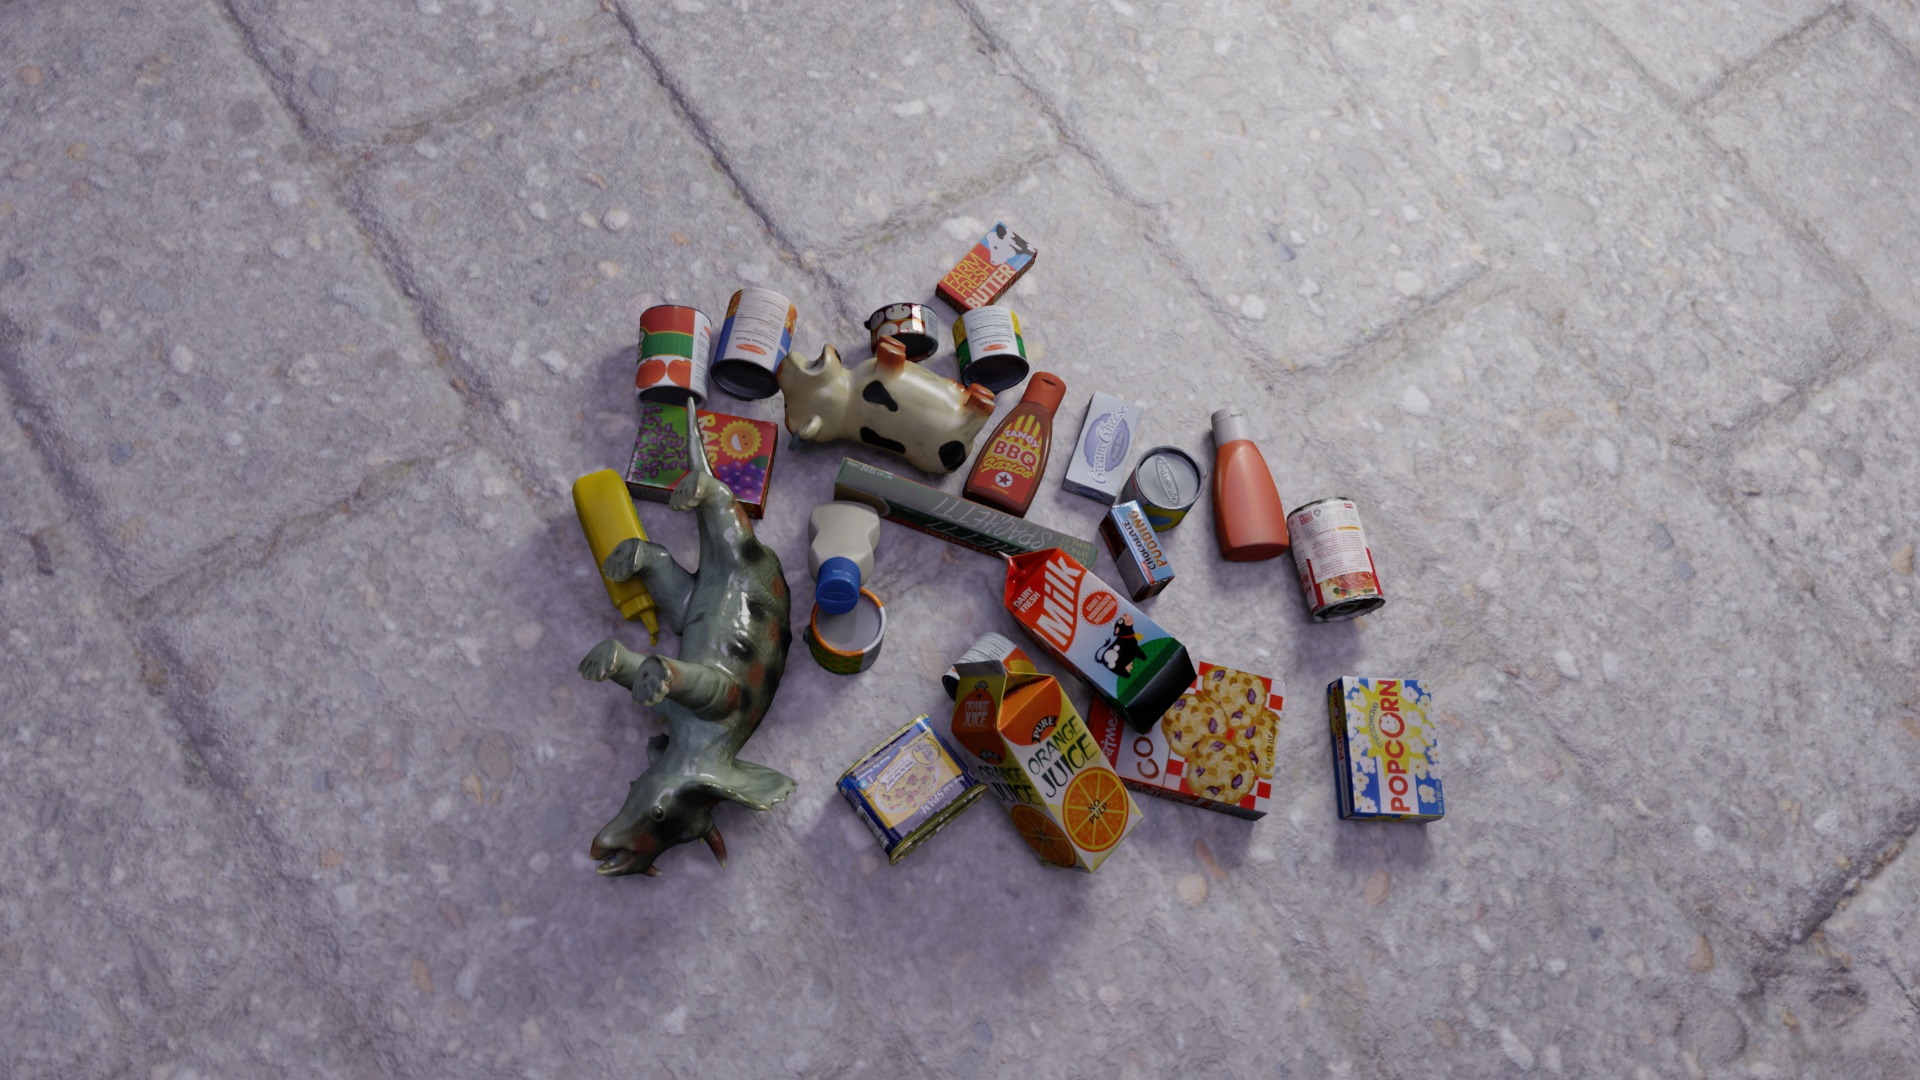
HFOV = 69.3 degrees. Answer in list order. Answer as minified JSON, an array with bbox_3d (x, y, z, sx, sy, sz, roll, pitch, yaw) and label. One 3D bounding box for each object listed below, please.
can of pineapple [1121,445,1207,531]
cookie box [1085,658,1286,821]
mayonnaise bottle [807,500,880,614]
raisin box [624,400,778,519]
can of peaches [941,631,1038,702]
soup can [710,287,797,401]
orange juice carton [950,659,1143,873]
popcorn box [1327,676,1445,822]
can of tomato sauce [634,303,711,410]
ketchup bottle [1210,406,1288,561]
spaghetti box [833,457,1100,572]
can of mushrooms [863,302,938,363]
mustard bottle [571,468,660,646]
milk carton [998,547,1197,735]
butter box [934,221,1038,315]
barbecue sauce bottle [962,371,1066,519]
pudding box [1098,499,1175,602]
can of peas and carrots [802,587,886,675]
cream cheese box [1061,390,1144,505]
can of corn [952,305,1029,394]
[{"bbox_3d":[0.191,-0.048,1.308,0.071,0.057,0.071,3,68,-7],"label":"can of pineapple"},{"bbox_3d":[0.196,0.167,1.231,0.167,0.040,0.123,14,67,-1],"label":"cookie box"},{"bbox_3d":[-0.104,0.013,1.207,0.065,0.041,0.149,3,27,-3],"label":"mayonnaise bottle"},{"bbox_3d":[-0.235,-0.073,1.270,0.123,0.040,0.086,9,67,-3],"label":"raisin box"},{"bbox_3d":[0.028,0.123,1.214,0.071,0.071,0.058,41,68,9],"label":"can of peaches"},{"bbox_3d":[-0.194,-0.184,1.306,0.071,0.071,0.084,11,63,-3],"label":"soup can"},{"bbox_3d":[0.062,0.176,1.146,0.073,0.071,0.192,-40,106,-30],"label":"orange juice carton"},{"bbox_3d":[0.382,0.188,1.250,0.085,0.038,0.127,3,68,-6],"label":"popcorn box"},{"bbox_3d":[-0.268,-0.167,1.289,0.071,0.071,0.083,2,69,-7],"label":"can of tomato sauce"},{"bbox_3d":[0.270,-0.056,1.330,0.065,0.043,0.149,-2,68,-10],"label":"ketchup bottle"},{"bbox_3d":[0.005,-0.016,1.274,0.250,0.050,0.029,19,69,0],"label":"spaghetti box"},{"bbox_3d":[-0.056,-0.197,1.331,0.071,0.070,0.033,-2,70,-9],"label":"can of mushrooms"},{"bbox_3d":[-0.292,0.018,1.215,0.049,0.065,0.160,-21,79,-17],"label":"mustard bottle"},{"bbox_3d":[0.107,0.075,1.207,0.073,0.072,0.191,-46,57,-8],"label":"milk carton"},{"bbox_3d":[0.026,-0.268,1.393,0.053,0.024,0.104,38,68,9],"label":"butter box"},{"bbox_3d":[0.057,-0.091,1.315,0.065,0.043,0.149,24,67,3],"label":"barbecue sauce bottle"},{"bbox_3d":[0.162,0.009,1.286,0.030,0.049,0.084,-19,72,-16],"label":"pudding box"},{"bbox_3d":[-0.102,0.078,1.216,0.071,0.058,0.071,3,67,-7],"label":"can of peas and carrots"},{"bbox_3d":[0.137,-0.089,1.336,0.053,0.024,0.104,19,67,2],"label":"cream cheese box"},{"bbox_3d":[0.028,-0.182,1.336,0.071,0.071,0.058,-6,63,-10],"label":"can of corn"}]
